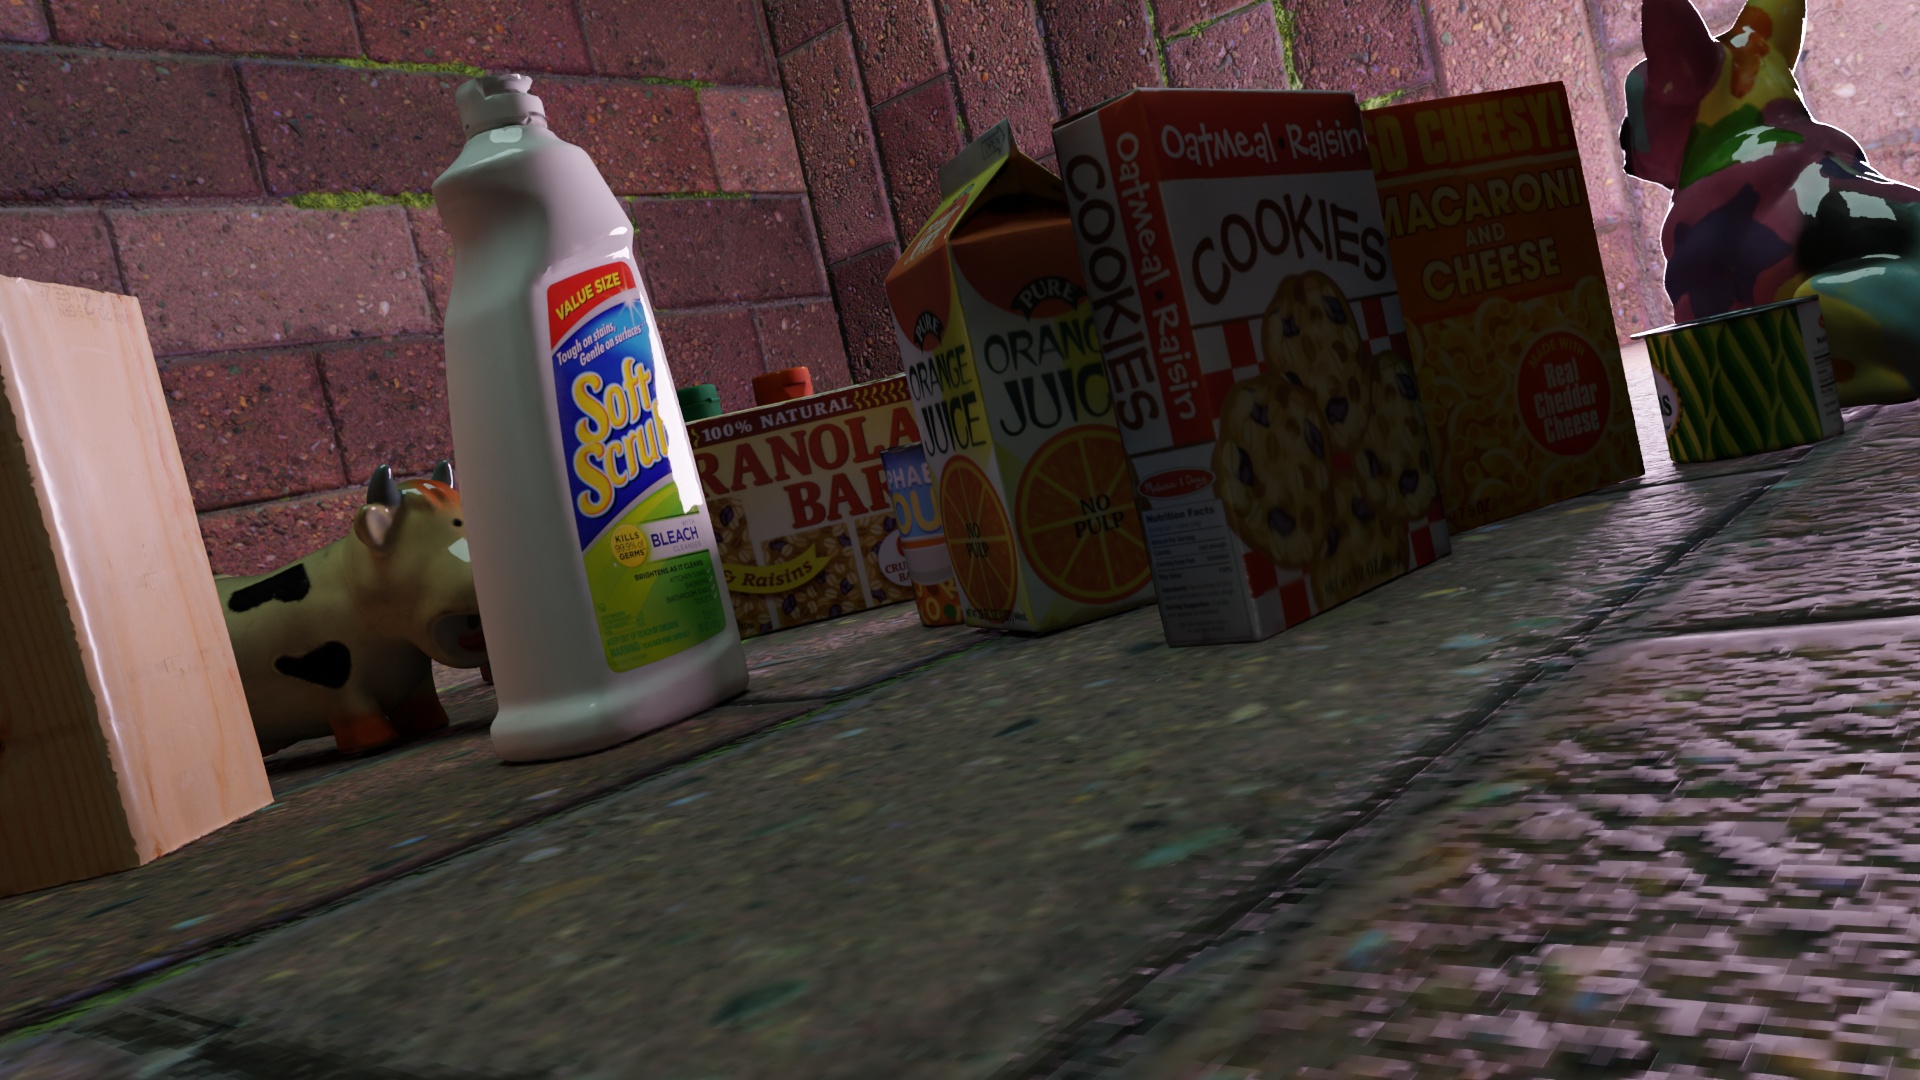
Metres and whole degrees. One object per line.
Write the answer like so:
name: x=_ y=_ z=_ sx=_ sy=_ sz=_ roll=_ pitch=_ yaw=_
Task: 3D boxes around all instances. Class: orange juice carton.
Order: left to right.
orange juice carton: x=0.025 y=-0.064 z=0.555 sx=0.073 sy=0.192 sz=0.071 roll=-14 pitch=3 yaw=-22

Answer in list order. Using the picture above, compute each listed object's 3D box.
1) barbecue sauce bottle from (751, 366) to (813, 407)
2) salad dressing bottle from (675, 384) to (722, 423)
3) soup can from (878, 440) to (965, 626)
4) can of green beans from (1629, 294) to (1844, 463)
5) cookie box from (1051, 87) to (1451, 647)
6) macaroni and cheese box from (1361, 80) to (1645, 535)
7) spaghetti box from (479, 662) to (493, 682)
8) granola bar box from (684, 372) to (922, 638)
barbecue sauce bottle: x=-0.098 y=-0.034 z=0.880 sx=0.065 sy=0.148 sz=0.043 roll=-15 pitch=4 yaw=-33
salad dressing bottle: x=-0.149 y=-0.019 z=0.842 sx=0.044 sy=0.147 sz=0.064 roll=-12 pitch=3 yaw=22
soup can: x=0.002 y=-0.008 z=0.634 sx=0.071 sy=0.083 sz=0.071 roll=-13 pitch=3 yaw=1
can of green beans: x=0.329 y=-0.067 z=0.585 sx=0.071 sy=0.057 sz=0.071 roll=-13 pitch=3 yaw=1
cookie box: x=0.100 y=-0.062 z=0.458 sx=0.123 sy=0.167 sz=0.040 roll=-16 pitch=4 yaw=-42
macaroni and cheese box: x=0.204 y=-0.093 z=0.565 sx=0.124 sy=0.166 sz=0.040 roll=-15 pitch=3 yaw=-23
spaghetti box: x=-0.188 y=0.036 z=0.902 sx=0.251 sy=0.050 sz=0.028 roll=-15 pitch=4 yaw=-24
granola bar box: x=-0.090 y=-0.017 z=0.776 sx=0.166 sy=0.124 sz=0.039 roll=-13 pitch=3 yaw=-1
